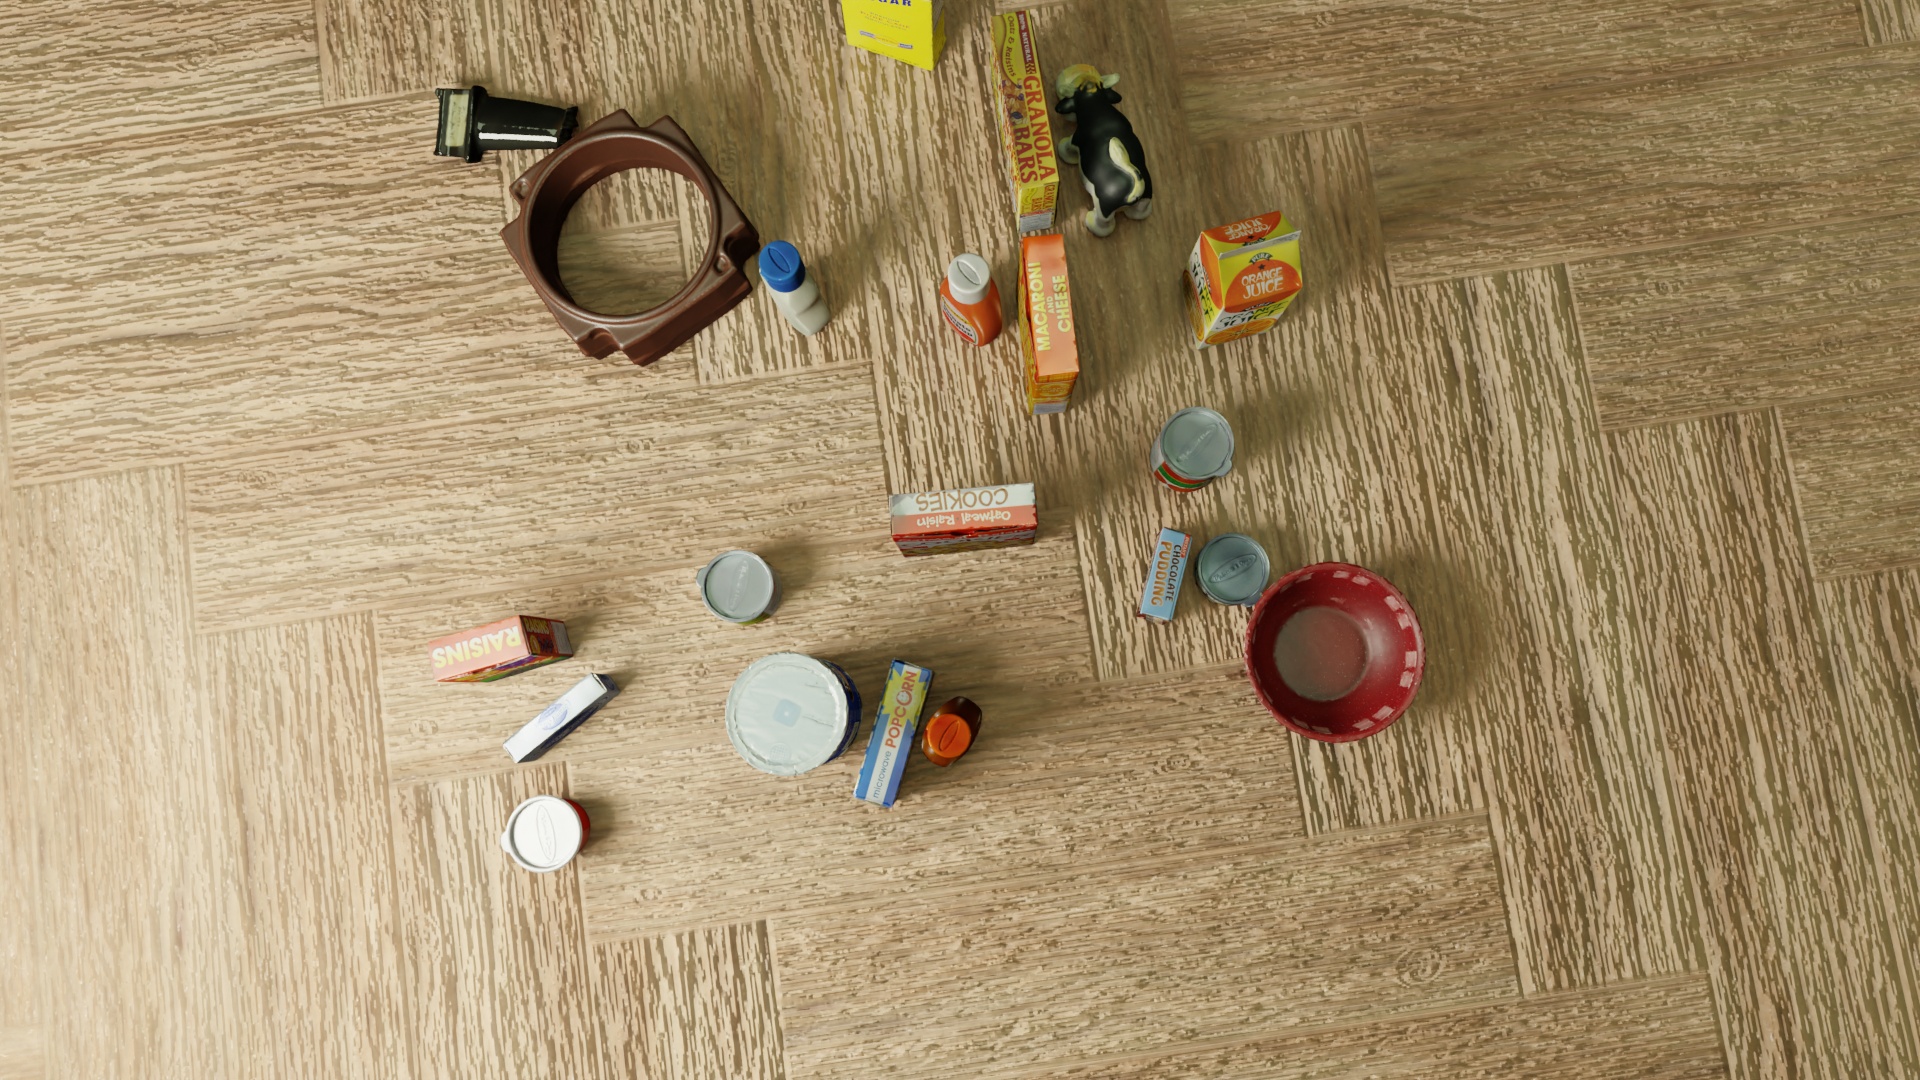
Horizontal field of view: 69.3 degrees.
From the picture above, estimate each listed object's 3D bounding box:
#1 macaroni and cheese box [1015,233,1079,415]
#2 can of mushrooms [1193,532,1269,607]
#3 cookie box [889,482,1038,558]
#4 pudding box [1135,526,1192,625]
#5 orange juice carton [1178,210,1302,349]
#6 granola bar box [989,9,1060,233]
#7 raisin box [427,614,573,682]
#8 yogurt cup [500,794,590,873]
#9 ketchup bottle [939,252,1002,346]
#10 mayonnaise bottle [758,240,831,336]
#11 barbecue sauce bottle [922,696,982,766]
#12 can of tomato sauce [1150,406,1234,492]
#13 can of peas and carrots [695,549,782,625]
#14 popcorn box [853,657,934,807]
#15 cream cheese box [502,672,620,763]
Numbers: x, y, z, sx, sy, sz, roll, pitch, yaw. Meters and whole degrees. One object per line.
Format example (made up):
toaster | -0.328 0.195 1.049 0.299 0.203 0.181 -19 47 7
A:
macaroni and cheese box | 0.075 -0.188 1.244 0.040 0.166 0.124 -6 83 1
can of mushrooms | 0.250 0.030 1.281 0.071 0.033 0.071 0 83 1
cookie box | 0.004 -0.015 1.224 0.123 0.167 0.040 -5 84 1
pudding box | 0.187 0.033 1.274 0.030 0.049 0.084 15 84 3
orange juice carton | 0.249 -0.234 1.234 0.072 0.192 0.073 -15 84 0
granola bar box | 0.059 -0.385 1.290 0.039 0.124 0.165 -9 83 0
raisin box | -0.409 0.098 1.239 0.086 0.123 0.040 -16 84 -1
yogurt cup | -0.368 0.262 1.253 0.072 0.054 0.072 0 83 1
ketchup bottle | 0.009 -0.222 1.258 0.043 0.148 0.065 -43 85 -3
mayonnaise bottle | -0.153 -0.232 1.263 0.041 0.148 0.065 -39 84 -3
barbecue sauce bottle | -0.008 0.168 1.211 0.044 0.148 0.065 31 85 4
can of tomato sauce | 0.212 -0.081 1.270 0.071 0.083 0.071 0 83 1
can of peas and carrots | -0.203 0.044 1.275 0.071 0.058 0.071 0 83 1
popcorn box | -0.059 0.171 1.243 0.038 0.085 0.127 16 84 3
cream cheese box | -0.362 0.161 1.266 0.104 0.053 0.024 -39 84 -4
